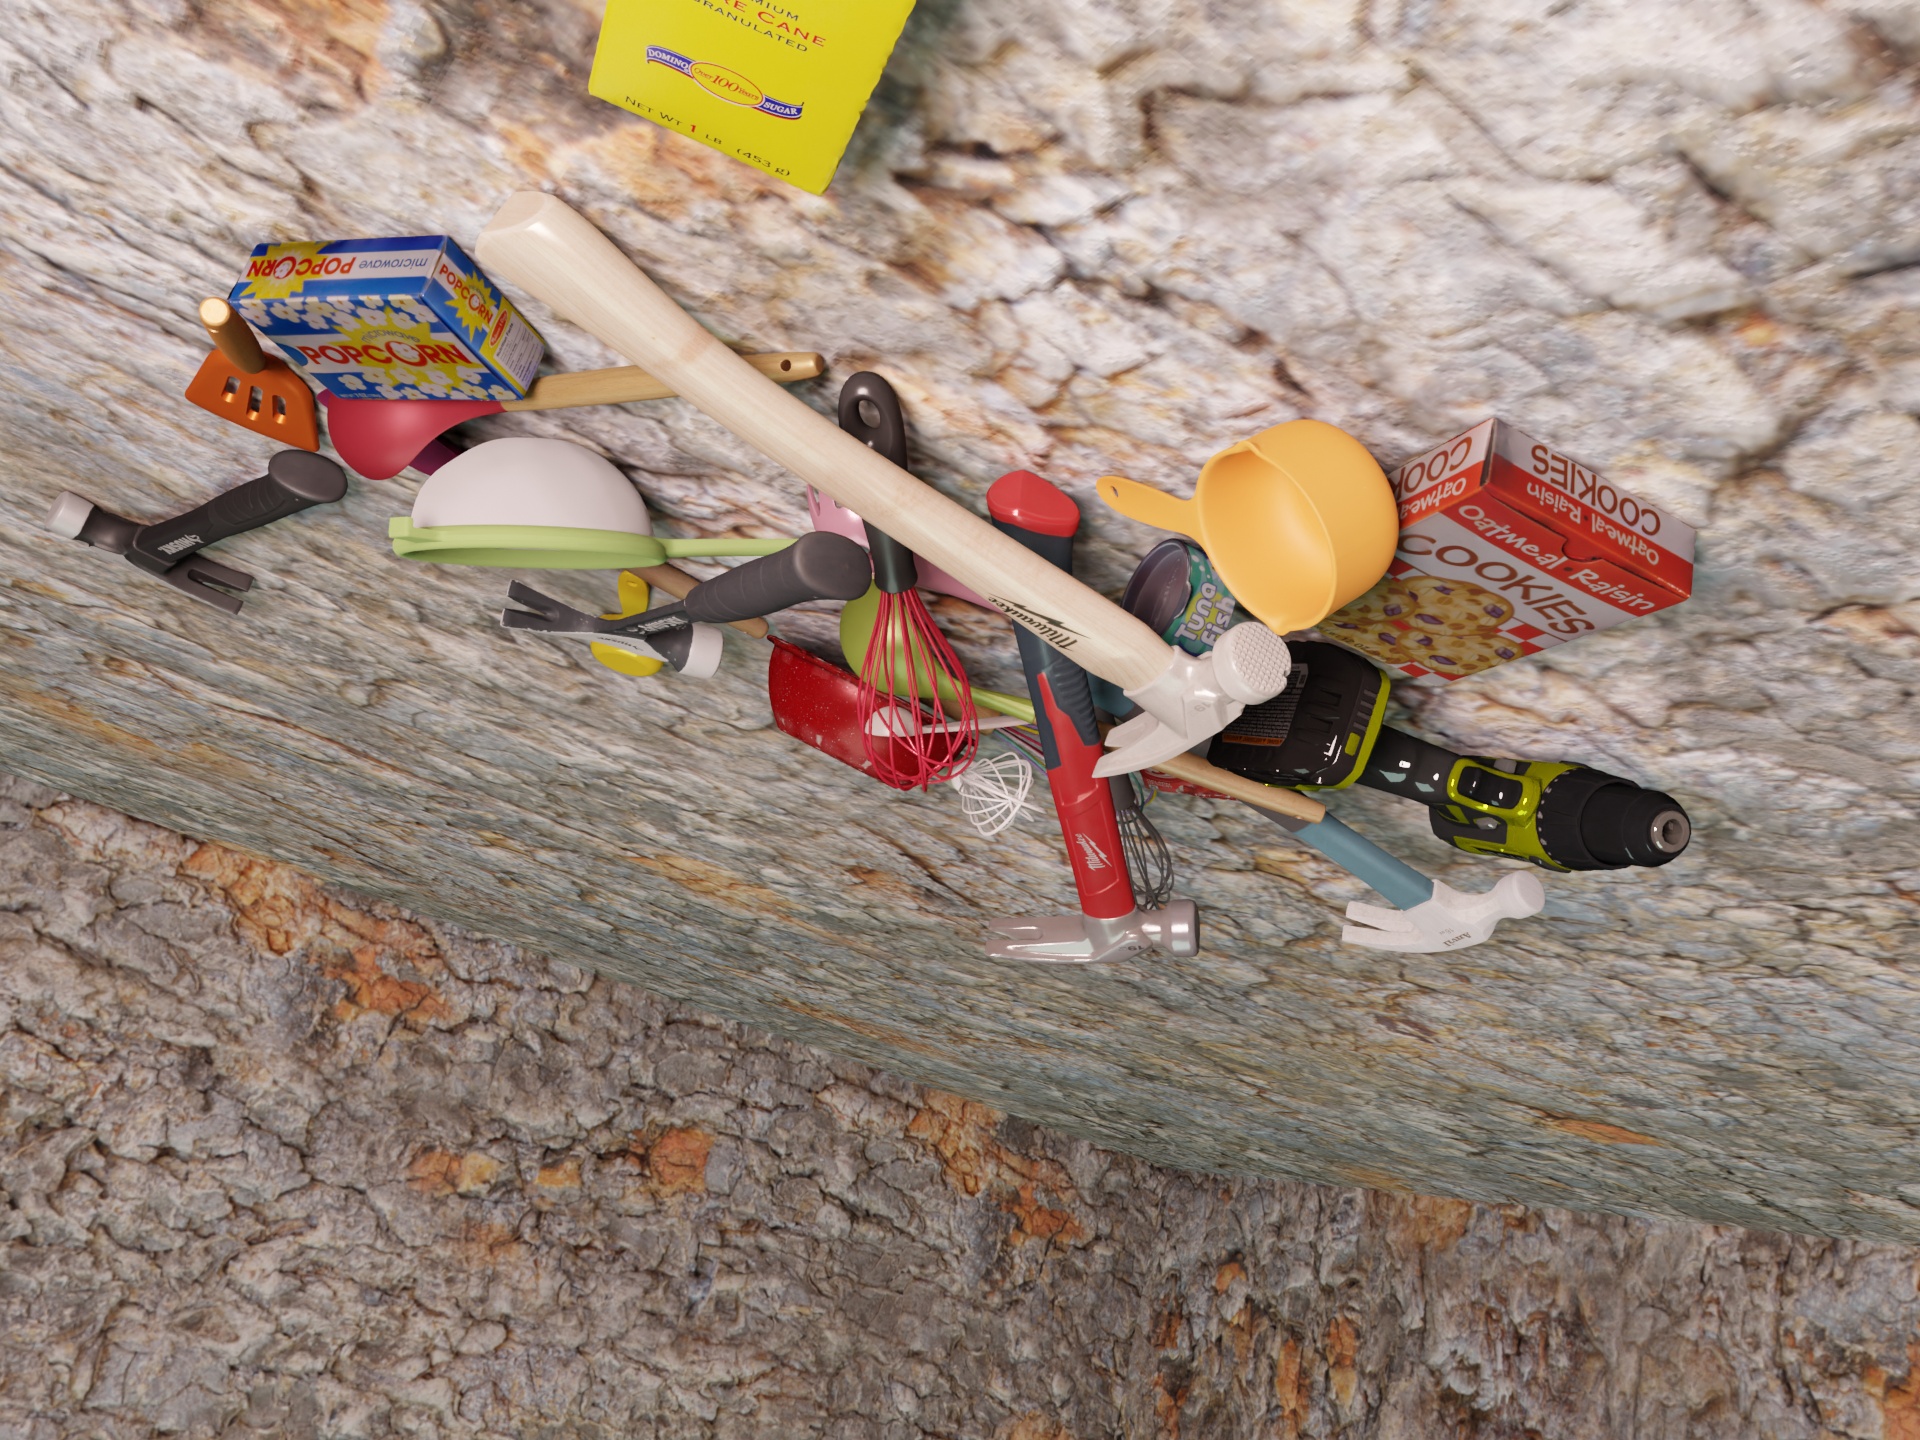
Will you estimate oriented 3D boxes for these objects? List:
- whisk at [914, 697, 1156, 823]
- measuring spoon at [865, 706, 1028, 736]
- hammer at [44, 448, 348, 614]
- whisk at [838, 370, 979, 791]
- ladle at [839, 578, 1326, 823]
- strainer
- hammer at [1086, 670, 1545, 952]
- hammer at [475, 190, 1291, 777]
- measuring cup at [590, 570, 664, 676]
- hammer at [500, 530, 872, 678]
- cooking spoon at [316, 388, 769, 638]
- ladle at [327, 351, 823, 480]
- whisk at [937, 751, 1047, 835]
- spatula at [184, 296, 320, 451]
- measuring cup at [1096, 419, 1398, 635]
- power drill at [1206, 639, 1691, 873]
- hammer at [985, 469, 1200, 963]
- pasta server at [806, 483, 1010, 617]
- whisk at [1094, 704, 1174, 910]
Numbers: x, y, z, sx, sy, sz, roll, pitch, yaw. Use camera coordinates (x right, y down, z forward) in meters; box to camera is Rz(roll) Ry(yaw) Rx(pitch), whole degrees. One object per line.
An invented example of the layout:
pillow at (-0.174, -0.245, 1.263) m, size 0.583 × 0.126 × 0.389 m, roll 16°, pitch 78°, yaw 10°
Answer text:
whisk at (0.038, 0.013, 1.132) m, size 0.244 × 0.051 × 0.047 m, roll 27°, pitch 163°, yaw -22°
measuring spoon at (-0.002, -0.003, 1.004) m, size 0.124 × 0.018 × 0.034 m, roll -4°, pitch -171°, yaw -25°
hammer at (-0.520, -0.139, 1.126) m, size 0.335 × 0.035 × 0.146 m, roll -6°, pitch 151°, yaw 44°
whisk at (-0.033, -0.062, 0.861) m, size 0.073 × 0.073 × 0.295 m, roll 9°, pitch 138°, yaw 15°
ladle at (0.075, -0.007, 0.979) m, size 0.320 × 0.062 × 0.078 m, roll 20°, pitch 160°, yaw 1°
strainer at (-0.189, -0.124, 0.905) m, size 0.256 × 0.069 × 0.151 m, roll -1°, pitch -179°, yaw -10°
hammer at (0.215, 0.056, 1.038) m, size 0.331 × 0.033 × 0.128 m, roll 33°, pitch 140°, yaw -14°
hammer at (-0.044, -0.105, 0.756) m, size 0.410 × 0.038 × 0.146 m, roll 33°, pitch 149°, yaw -14°
measuring cup at (-0.235, -0.067, 1.123) m, size 0.062 × 0.029 × 0.156 m, roll 17°, pitch 162°, yaw -6°
hammer at (-0.149, -0.066, 0.889) m, size 0.149 × 0.036 × 0.409 m, roll 13°, pitch 173°, yaw -25°
cooking spoon at (-0.249, -0.125, 0.997) m, size 0.318 × 0.017 × 0.069 m, roll 29°, pitch 161°, yaw -34°
ladle at (-0.212, -0.167, 0.819) m, size 0.315 × 0.069 × 0.031 m, roll -1°, pitch -175°, yaw 23°
whisk at (0.008, 0.041, 1.131) m, size 0.059 × 0.058 × 0.246 m, roll 22°, pitch 180°, yaw -15°
spatula at (-0.375, -0.182, 0.828) m, size 0.081 × 0.041 × 0.323 m, roll 22°, pitch 178°, yaw -20°
measuring cup at (0.132, -0.103, 0.746) m, size 0.174 × 0.052 × 0.095 m, roll 30°, pitch 142°, yaw 54°
power drill at (0.276, 0.029, 0.906) m, size 0.228 × 0.080 × 0.190 m, roll 20°, pitch 176°, yaw -15°
hammer at (0.051, 0.018, 0.937) m, size 0.143 × 0.038 × 0.385 m, roll -4°, pitch 135°, yaw 13°
pasta server at (0.052, -0.068, 0.933) m, size 0.316 × 0.040 × 0.060 m, roll 19°, pitch 160°, yaw -24°
whisk at (0.107, 0.054, 1.103) m, size 0.055 × 0.055 × 0.238 m, roll 4°, pitch 136°, yaw 27°
